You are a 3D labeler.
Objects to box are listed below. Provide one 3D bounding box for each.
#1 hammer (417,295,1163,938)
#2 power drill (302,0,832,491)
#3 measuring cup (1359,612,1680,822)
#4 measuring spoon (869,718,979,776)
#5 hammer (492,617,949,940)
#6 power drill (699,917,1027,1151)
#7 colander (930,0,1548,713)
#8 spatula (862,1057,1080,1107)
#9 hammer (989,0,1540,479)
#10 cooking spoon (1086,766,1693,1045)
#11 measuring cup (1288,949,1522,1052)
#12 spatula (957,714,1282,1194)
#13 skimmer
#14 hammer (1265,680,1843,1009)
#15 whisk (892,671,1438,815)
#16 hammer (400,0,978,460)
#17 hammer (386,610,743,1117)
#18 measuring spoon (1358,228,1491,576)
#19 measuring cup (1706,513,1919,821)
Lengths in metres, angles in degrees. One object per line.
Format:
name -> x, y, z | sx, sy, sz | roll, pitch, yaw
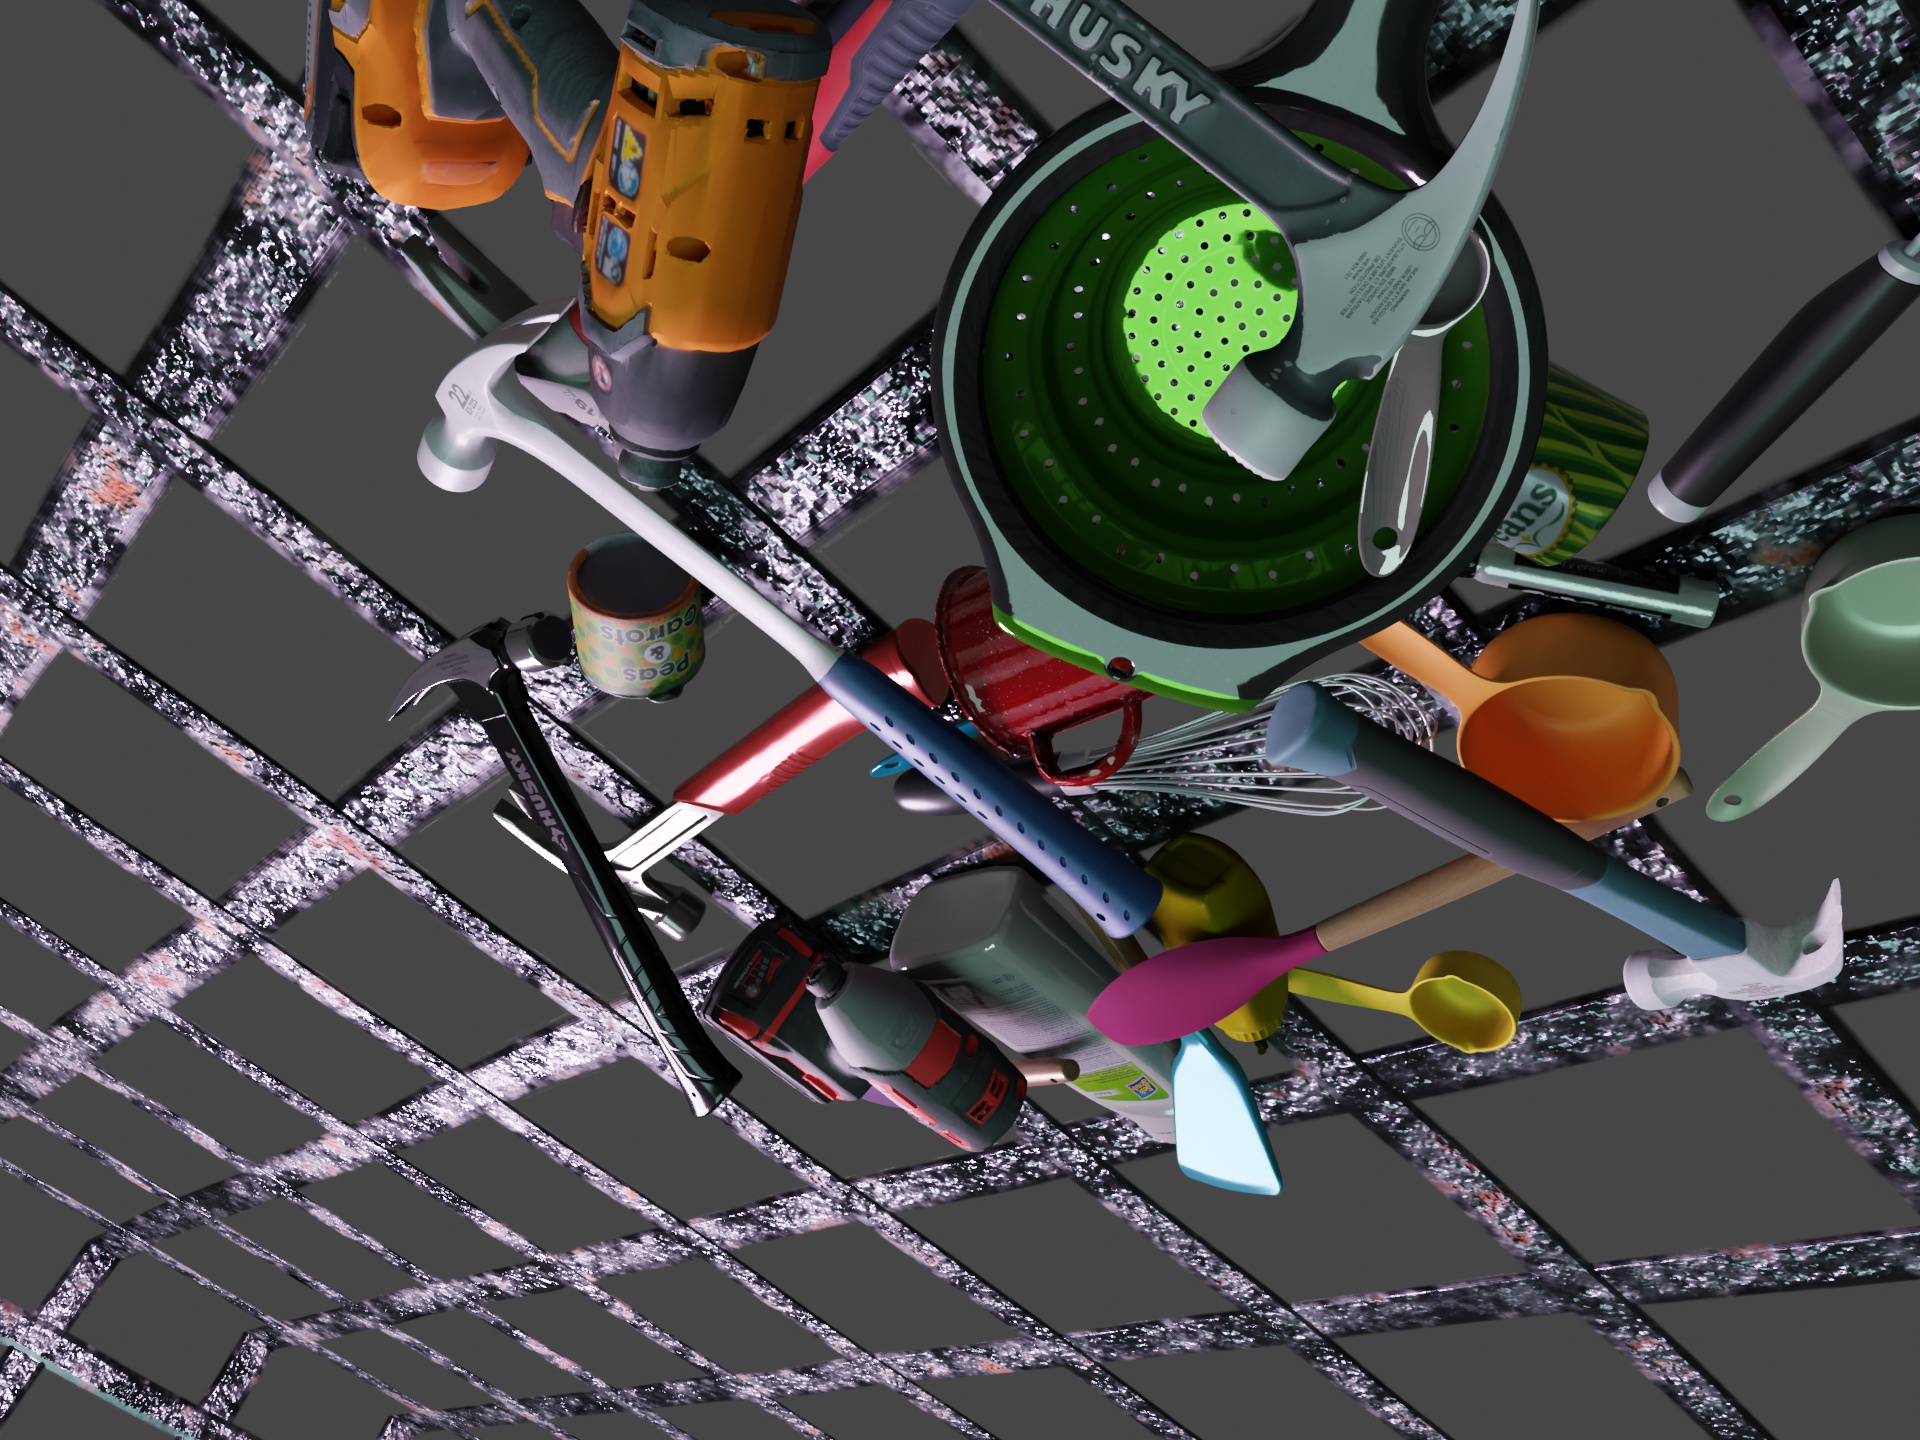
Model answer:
hammer -> -0.066, -0.033, 0.733 | 0.405, 0.035, 0.144 | 38, 146, -10
power drill -> -0.141, -0.193, 0.546 | 0.227, 0.084, 0.164 | 41, 130, 30
measuring cup -> 0.224, -0.026, 0.674 | 0.173, 0.052, 0.095 | 31, 139, -6
measuring spoon -> -0.001, -0.003, 0.813 | 0.128, 0.021, 0.042 | -27, 154, 34
hammer -> -0.133, 0.027, 0.907 | 0.149, 0.037, 0.359 | 39, 137, -17
power drill -> -0.066, 0.182, 0.947 | 0.143, 0.078, 0.220 | 42, 160, -21
colander -> 0.120, -0.195, 0.527 | 0.204, 0.094, 0.396 | 20, 121, 3
spatula -> -0.010, 0.235, 1.037 | 0.059, 0.018, 0.316 | 36, 152, -16
hammer -> -0.016, -0.255, 0.473 | 0.409, 0.036, 0.149 | 40, 119, 5
cooking spoon -> 0.200, 0.096, 0.778 | 0.319, 0.017, 0.068 | -30, 127, 25
measuring cup -> 0.231, 0.143, 0.877 | 0.156, 0.029, 0.062 | 7, 133, 36
spatula -> 0.083, 0.129, 0.871 | 0.082, 0.044, 0.317 | -9, 120, 55
skimmer -> 0.331, -0.158, 0.452 | 0.127, 0.090, 0.363 | -1, 147, -21
hammer -> 0.256, 0.060, 0.684 | 0.330, 0.033, 0.128 | 25, 152, -27
whisk -> 0.087, 0.022, 0.768 | 0.284, 0.070, 0.070 | -8, 130, 30
hammer -> -0.076, -0.235, 0.599 | 0.143, 0.038, 0.386 | 42, 136, -18
hammer -> -0.220, 0.097, 0.948 | 0.146, 0.035, 0.334 | -11, 112, 36
measuring spoon -> 0.143, -0.103, 0.512 | 0.034, 0.018, 0.124 | 5, 127, 6
measuring cup -> 0.350, -0.017, 0.636 | 0.083, 0.038, 0.167 | 22, 141, 2
